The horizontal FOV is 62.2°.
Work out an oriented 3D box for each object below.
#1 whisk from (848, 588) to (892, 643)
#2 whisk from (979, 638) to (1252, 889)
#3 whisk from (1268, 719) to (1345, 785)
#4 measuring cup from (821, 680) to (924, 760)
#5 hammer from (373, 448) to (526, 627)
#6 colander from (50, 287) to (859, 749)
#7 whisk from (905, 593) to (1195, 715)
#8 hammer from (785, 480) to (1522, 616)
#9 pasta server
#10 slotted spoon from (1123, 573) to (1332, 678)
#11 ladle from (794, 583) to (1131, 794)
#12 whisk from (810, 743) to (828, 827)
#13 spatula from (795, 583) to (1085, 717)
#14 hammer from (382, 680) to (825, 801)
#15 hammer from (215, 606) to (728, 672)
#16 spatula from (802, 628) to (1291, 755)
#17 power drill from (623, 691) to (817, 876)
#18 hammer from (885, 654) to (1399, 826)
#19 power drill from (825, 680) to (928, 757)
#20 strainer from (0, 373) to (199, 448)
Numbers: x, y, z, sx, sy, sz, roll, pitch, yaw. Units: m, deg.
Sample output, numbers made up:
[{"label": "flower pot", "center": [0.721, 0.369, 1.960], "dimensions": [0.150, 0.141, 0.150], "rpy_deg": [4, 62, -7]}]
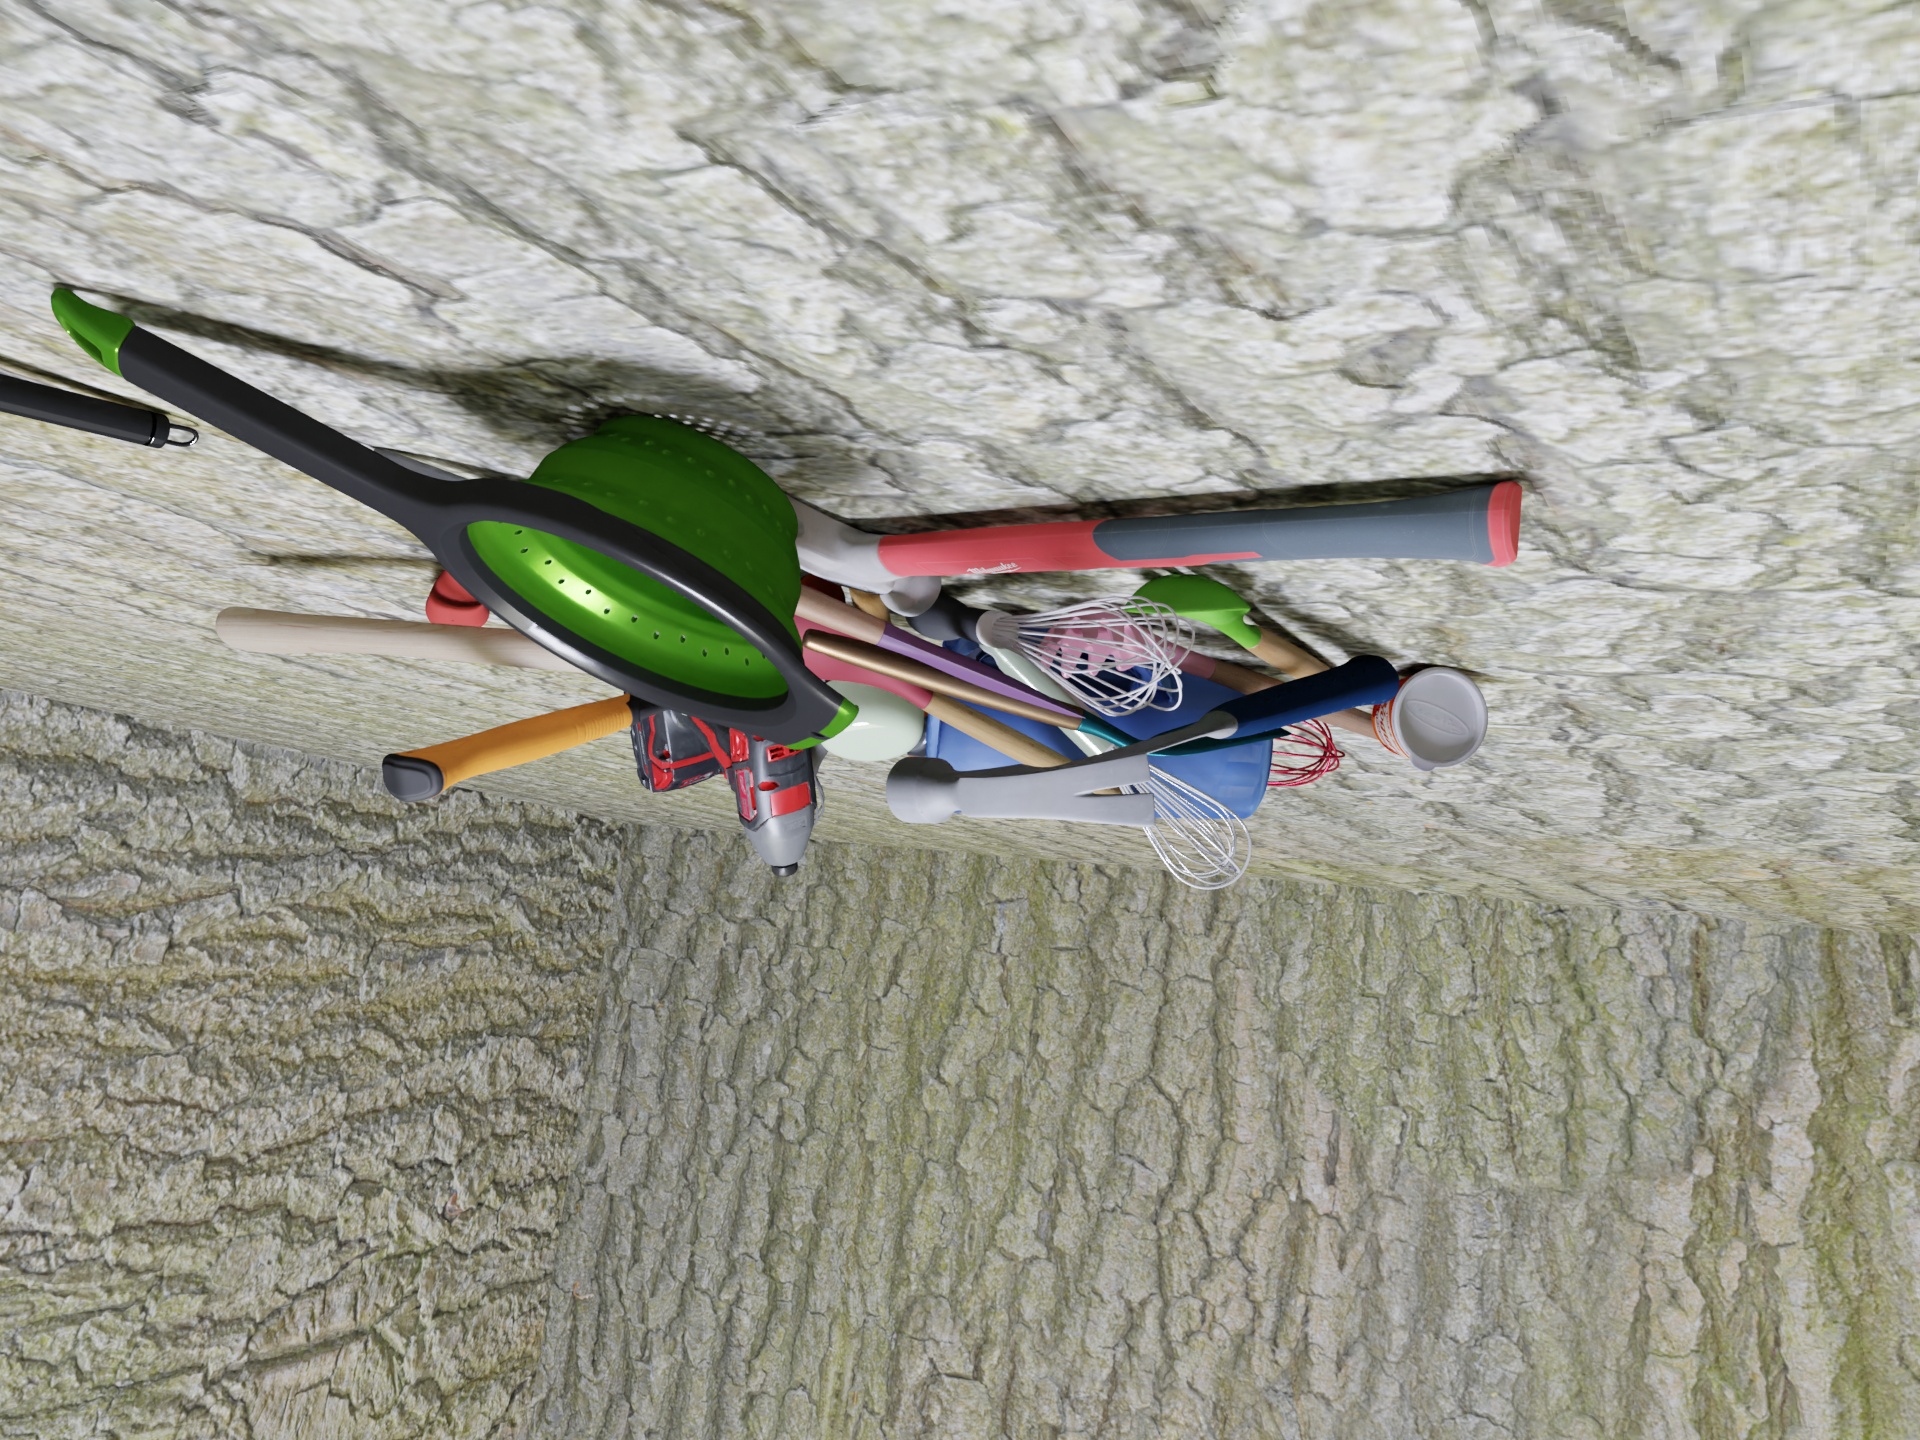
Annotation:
[{"label": "whisk", "center": [-0.054, -0.055, 1.071], "dimensions": [0.051, 0.047, 0.244], "rpy_deg": [39, 166, 15]}, {"label": "whisk", "center": [0.103, 0.022, 1.064], "dimensions": [0.246, 0.059, 0.058], "rpy_deg": [44, -175, -10]}, {"label": "whisk", "center": [0.164, 0.003, 1.277], "dimensions": [0.296, 0.073, 0.073], "rpy_deg": [10, 173, 30]}, {"label": "measuring cup", "center": [-0.107, 0.003, 1.083], "dimensions": [0.167, 0.038, 0.083], "rpy_deg": [-3, 155, -4]}, {"label": "hammer", "center": [-0.329, -0.102, 1.049], "dimensions": [0.149, 0.037, 0.359], "rpy_deg": [19, 169, -22]}, {"label": "colander", "center": [-0.215, -0.120, 0.757], "dimensions": [0.397, 0.094, 0.204], "rpy_deg": [29, 161, -15]}, {"label": "whisk", "center": [0.038, -0.049, 0.941], "dimensions": [0.070, 0.070, 0.285], "rpy_deg": [13, -178, -32]}, {"label": "hammer", "center": [0.077, -0.093, 0.790], "dimensions": [0.386, 0.038, 0.143], "rpy_deg": [1, 167, 36]}, {"label": "pasta server", "center": [0.190, -0.021, 1.079], "dimensions": [0.316, 0.040, 0.060], "rpy_deg": [17, 154, -26]}, {"label": "slotted spoon", "center": [0.192, -0.049, 1.014], "dimensions": [0.070, 0.031, 0.313], "rpy_deg": [3, 172, 33]}, {"label": "ladle", "center": [-0.002, -0.003, 1.044], "dimensions": [0.315, 0.031, 0.069], "rpy_deg": [27, 134, -24]}, {"label": "whisk", "center": [-0.125, 0.039, 1.307], "dimensions": [0.055, 0.055, 0.238], "rpy_deg": [9, 152, -11]}, {"label": "spatula", "center": [-0.068, -0.059, 0.906], "dimensions": [0.315, 0.018, 0.060], "rpy_deg": [22, -178, -16]}, {"label": "hammer", "center": [-0.257, -0.005, 1.130], "dimensions": [0.127, 0.034, 0.337], "rpy_deg": [14, -157, 38]}, {"label": "hammer", "center": [-0.359, -0.057, 1.105], "dimensions": [0.411, 0.038, 0.146], "rpy_deg": [5, 172, 21]}, {"label": "spatula", "center": [0.053, -0.018, 0.999], "dimensions": [0.317, 0.044, 0.082], "rpy_deg": [16, -175, -20]}, {"label": "power drill", "center": [-0.189, 0.033, 1.295], "dimensions": [0.078, 0.143, 0.220], "rpy_deg": [-19, -153, -30]}, {"label": "hammer", "center": [0.146, 0.005, 0.904], "dimensions": [0.144, 0.035, 0.405], "rpy_deg": [-1, -171, 41]}, {"label": "power drill", "center": [-0.060, -0.002, 1.351], "dimensions": [0.226, 0.084, 0.164], "rpy_deg": [17, 167, -29]}, {"label": "strainer", "center": [-0.504, -0.169, 0.779], "dimensions": [0.258, 0.050, 0.087], "rpy_deg": [10, 129, -50]}]
